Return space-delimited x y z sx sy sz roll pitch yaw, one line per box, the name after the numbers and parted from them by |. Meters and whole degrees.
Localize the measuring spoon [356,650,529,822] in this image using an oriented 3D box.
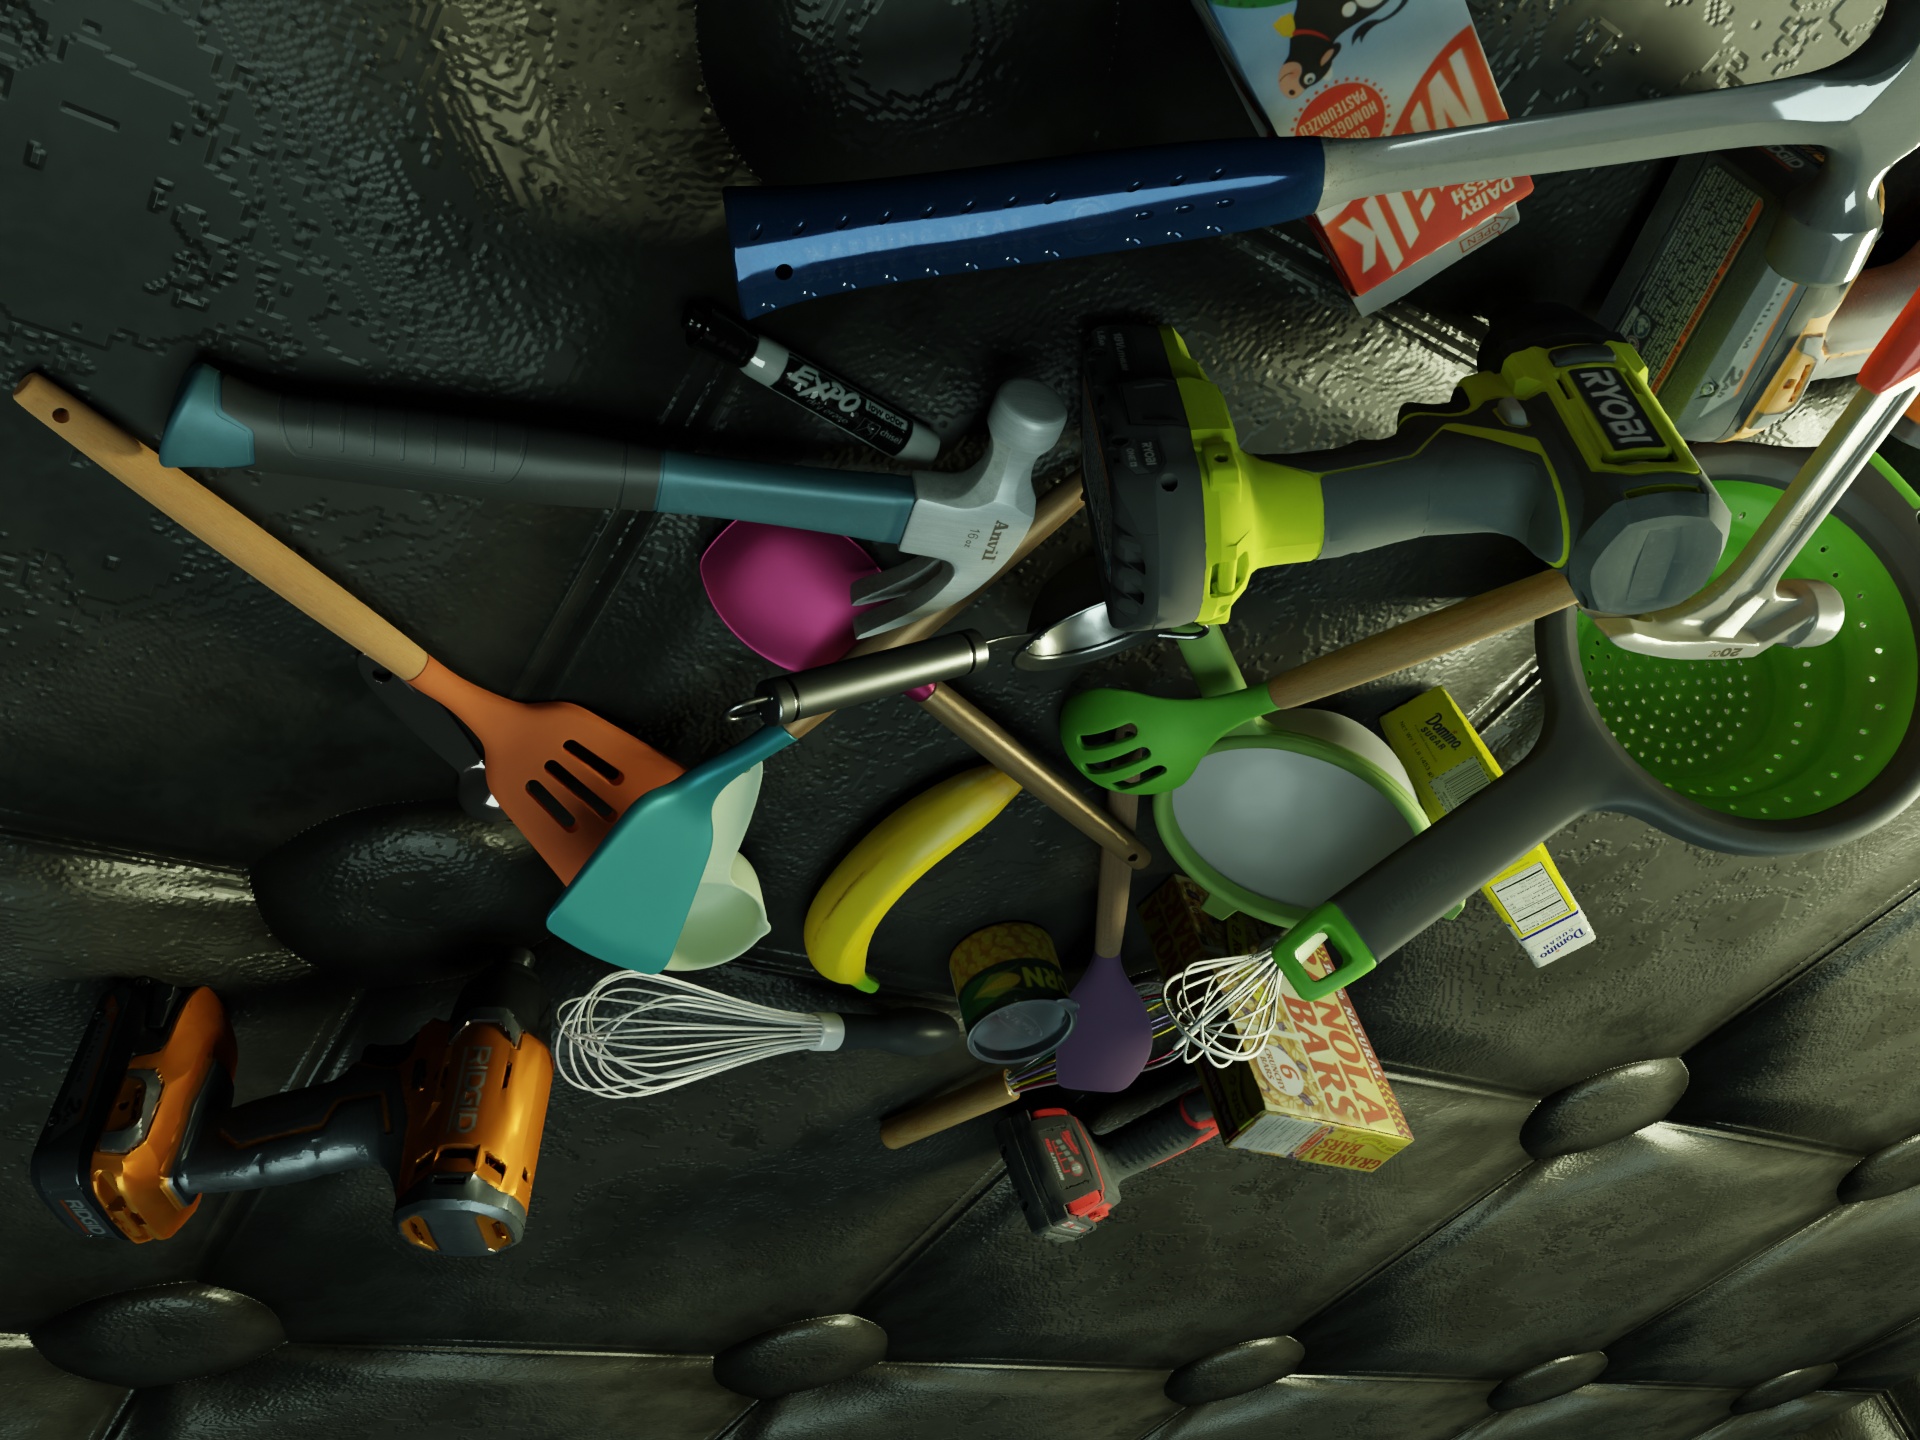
-0.239 0.011 0.732 0.034 0.018 0.124 -22 137 6 | measuring spoon

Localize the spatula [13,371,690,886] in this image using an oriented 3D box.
-0.244 -0.032 0.667 0.081 0.041 0.322 -47 133 -2 | spatula

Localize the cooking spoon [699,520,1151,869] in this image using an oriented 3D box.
-0.001 -0.002 0.776 0.068 0.017 0.318 -42 127 13 | cooking spoon

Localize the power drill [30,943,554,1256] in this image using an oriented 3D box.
-0.321 0.184 0.807 0.226 0.164 0.084 1 137 -1 | power drill

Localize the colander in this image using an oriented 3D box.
0.310 0.016 0.787 0.397 0.204 0.094 -34 171 -9 | colander

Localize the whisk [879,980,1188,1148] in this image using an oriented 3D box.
0.054 0.231 1.049 0.245 0.047 0.051 -27 125 17 | whisk

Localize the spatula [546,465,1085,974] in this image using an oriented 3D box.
-0.053 -0.005 0.717 0.317 0.044 0.082 -39 141 8 | spatula

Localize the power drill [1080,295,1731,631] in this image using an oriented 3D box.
0.164 -0.110 0.635 0.223 0.171 0.080 -5 136 -1 | power drill

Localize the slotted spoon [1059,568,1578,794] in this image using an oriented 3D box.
0.165 -0.022 0.728 0.314 0.031 0.070 -23 114 40 | slotted spoon

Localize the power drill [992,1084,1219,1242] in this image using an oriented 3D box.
0.142 0.271 1.074 0.219 0.079 0.143 -25 155 5 | power drill

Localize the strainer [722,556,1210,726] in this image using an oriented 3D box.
0.009 -0.034 0.679 0.258 0.050 0.087 -17 167 -37 | strainer

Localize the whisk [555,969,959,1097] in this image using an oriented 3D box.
-0.103 0.176 0.907 0.284 0.070 0.070 10 133 -44 | whisk

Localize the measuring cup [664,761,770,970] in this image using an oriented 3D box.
-0.128 0.063 0.810 0.083 0.038 0.167 5 132 -22 | measuring cup

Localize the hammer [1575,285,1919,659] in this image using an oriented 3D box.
0.380 -0.170 0.607 0.149 0.037 0.358 0 131 -29 | hammer

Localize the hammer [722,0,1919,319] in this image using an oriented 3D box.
0.126 -0.184 0.517 0.405 0.035 0.144 -9 140 -4 | hammer

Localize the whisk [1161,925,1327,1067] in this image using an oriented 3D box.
0.175 0.135 0.895 0.246 0.059 0.057 -20 144 -59 | whisk

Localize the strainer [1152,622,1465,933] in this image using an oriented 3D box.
0.161 0.003 0.826 0.151 0.069 0.256 -6 128 36 | strainer

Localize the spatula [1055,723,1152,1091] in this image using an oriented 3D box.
0.089 0.115 0.922 0.060 0.018 0.315 3 129 4 | spatula

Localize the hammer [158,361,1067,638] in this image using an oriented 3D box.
-0.132 -0.097 0.622 0.331 0.033 0.128 5 138 -16 | hammer

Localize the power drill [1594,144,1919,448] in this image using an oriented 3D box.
0.403 -0.200 0.672 0.226 0.084 0.185 -3 134 -21 | power drill
